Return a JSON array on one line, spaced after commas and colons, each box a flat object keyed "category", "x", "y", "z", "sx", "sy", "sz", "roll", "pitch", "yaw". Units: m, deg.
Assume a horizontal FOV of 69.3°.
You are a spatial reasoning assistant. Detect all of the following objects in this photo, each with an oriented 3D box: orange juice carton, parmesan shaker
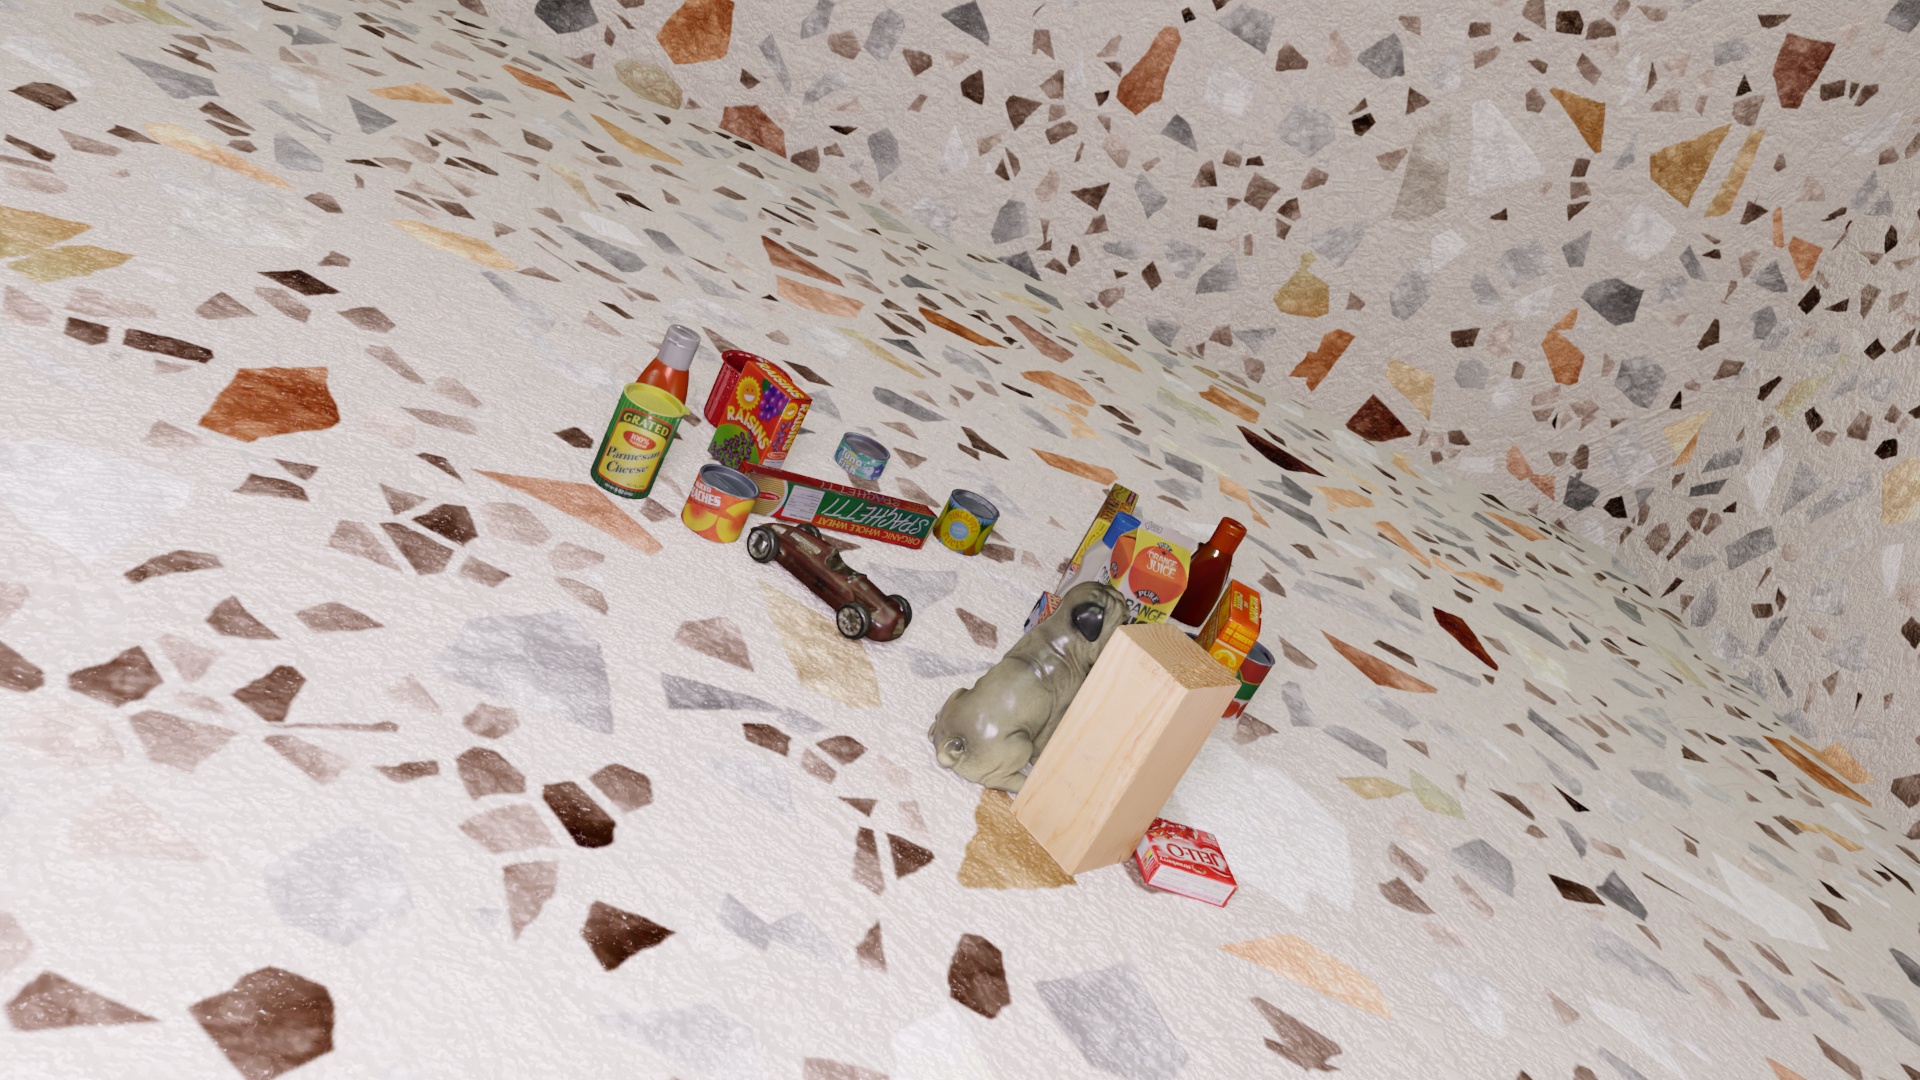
[{"category": "orange juice carton", "x": 0.187, "y": 0.066, "z": 1.539, "sx": 0.072, "sy": 0.192, "sz": 0.073, "roll": 22, "pitch": 22, "yaw": -15}, {"category": "parmesan shaker", "x": -0.329, "y": -0.100, "z": 1.426, "sx": 0.071, "sy": 0.102, "sz": 0.071, "roll": 24, "pitch": 22, "yaw": -10}]

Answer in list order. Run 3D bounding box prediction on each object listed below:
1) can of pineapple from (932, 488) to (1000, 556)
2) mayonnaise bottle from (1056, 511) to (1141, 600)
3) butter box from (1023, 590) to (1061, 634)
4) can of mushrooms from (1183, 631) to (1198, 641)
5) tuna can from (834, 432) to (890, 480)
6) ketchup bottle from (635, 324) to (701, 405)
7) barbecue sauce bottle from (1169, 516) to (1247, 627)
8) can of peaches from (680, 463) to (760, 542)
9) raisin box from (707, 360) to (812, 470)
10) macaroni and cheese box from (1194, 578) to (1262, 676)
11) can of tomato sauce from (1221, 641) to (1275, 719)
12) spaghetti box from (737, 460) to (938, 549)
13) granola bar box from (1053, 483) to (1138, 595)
[{"category": "can of pineapple", "x": 0.006, "y": -0.021, "z": 1.702, "sx": 0.071, "sy": 0.057, "sz": 0.071, "roll": 24, "pitch": 22, "yaw": -10}, {"category": "mayonnaise bottle", "x": 0.166, "y": 0.037, "z": 1.640, "sx": 0.065, "sy": 0.147, "sz": 0.041, "roll": 27, "pitch": 21, "yaw": -2}, {"category": "butter box", "x": 0.094, "y": 0.103, "z": 1.538, "sx": 0.024, "sy": 0.053, "sz": 0.104, "roll": 23, "pitch": 22, "yaw": -12}, {"category": "can of mushrooms", "x": 0.286, "y": 0.143, "z": 1.698, "sx": 0.071, "sy": 0.033, "sz": 0.071, "roll": 24, "pitch": 22, "yaw": -10}, {"category": "tuna can", "x": -0.127, "y": -0.107, "z": 1.771, "sx": 0.071, "sy": 0.032, "sz": 0.071, "roll": 24, "pitch": 22, "yaw": -10}, {"category": "ketchup bottle", "x": -0.325, "y": -0.161, "z": 1.504, "sx": 0.065, "sy": 0.148, "sz": 0.044, "roll": 33, "pitch": 22, "yaw": 12}, {"category": "barbecue sauce bottle", "x": 0.322, "y": 0.039, "z": 1.814, "sx": 0.065, "sy": 0.148, "sz": 0.044, "roll": 26, "pitch": 21, "yaw": -5}, {"category": "can of peaches", "x": -0.251, "y": -0.038, "z": 1.440, "sx": 0.071, "sy": 0.057, "sz": 0.071, "roll": 24, "pitch": 22, "yaw": -10}, {"category": "raisin box", "x": -0.229, "y": -0.131, "z": 1.583, "sx": 0.086, "sy": 0.123, "sz": 0.040, "roll": 41, "pitch": 25, "yaw": 31}, {"category": "macaroni and cheese box", "x": 0.271, "y": 0.137, "z": 1.515, "sx": 0.040, "sy": 0.165, "sz": 0.124, "roll": 29, "pitch": 22, "yaw": 2}, {"category": "can of tomato sauce", "x": 0.319, "y": 0.159, "z": 1.635, "sx": 0.071, "sy": 0.082, "sz": 0.071, "roll": 24, "pitch": 22, "yaw": -10}, {"category": "spaghetti box", "x": -0.142, "y": -0.038, "z": 1.576, "sx": 0.250, "sy": 0.050, "sz": 0.029, "roll": 13, "pitch": 26, "yaw": -32}, {"category": "granola bar box", "x": 0.171, "y": 0.007, "z": 1.742, "sx": 0.039, "sy": 0.123, "sz": 0.166, "roll": 29, "pitch": 22, "yaw": 3}]
